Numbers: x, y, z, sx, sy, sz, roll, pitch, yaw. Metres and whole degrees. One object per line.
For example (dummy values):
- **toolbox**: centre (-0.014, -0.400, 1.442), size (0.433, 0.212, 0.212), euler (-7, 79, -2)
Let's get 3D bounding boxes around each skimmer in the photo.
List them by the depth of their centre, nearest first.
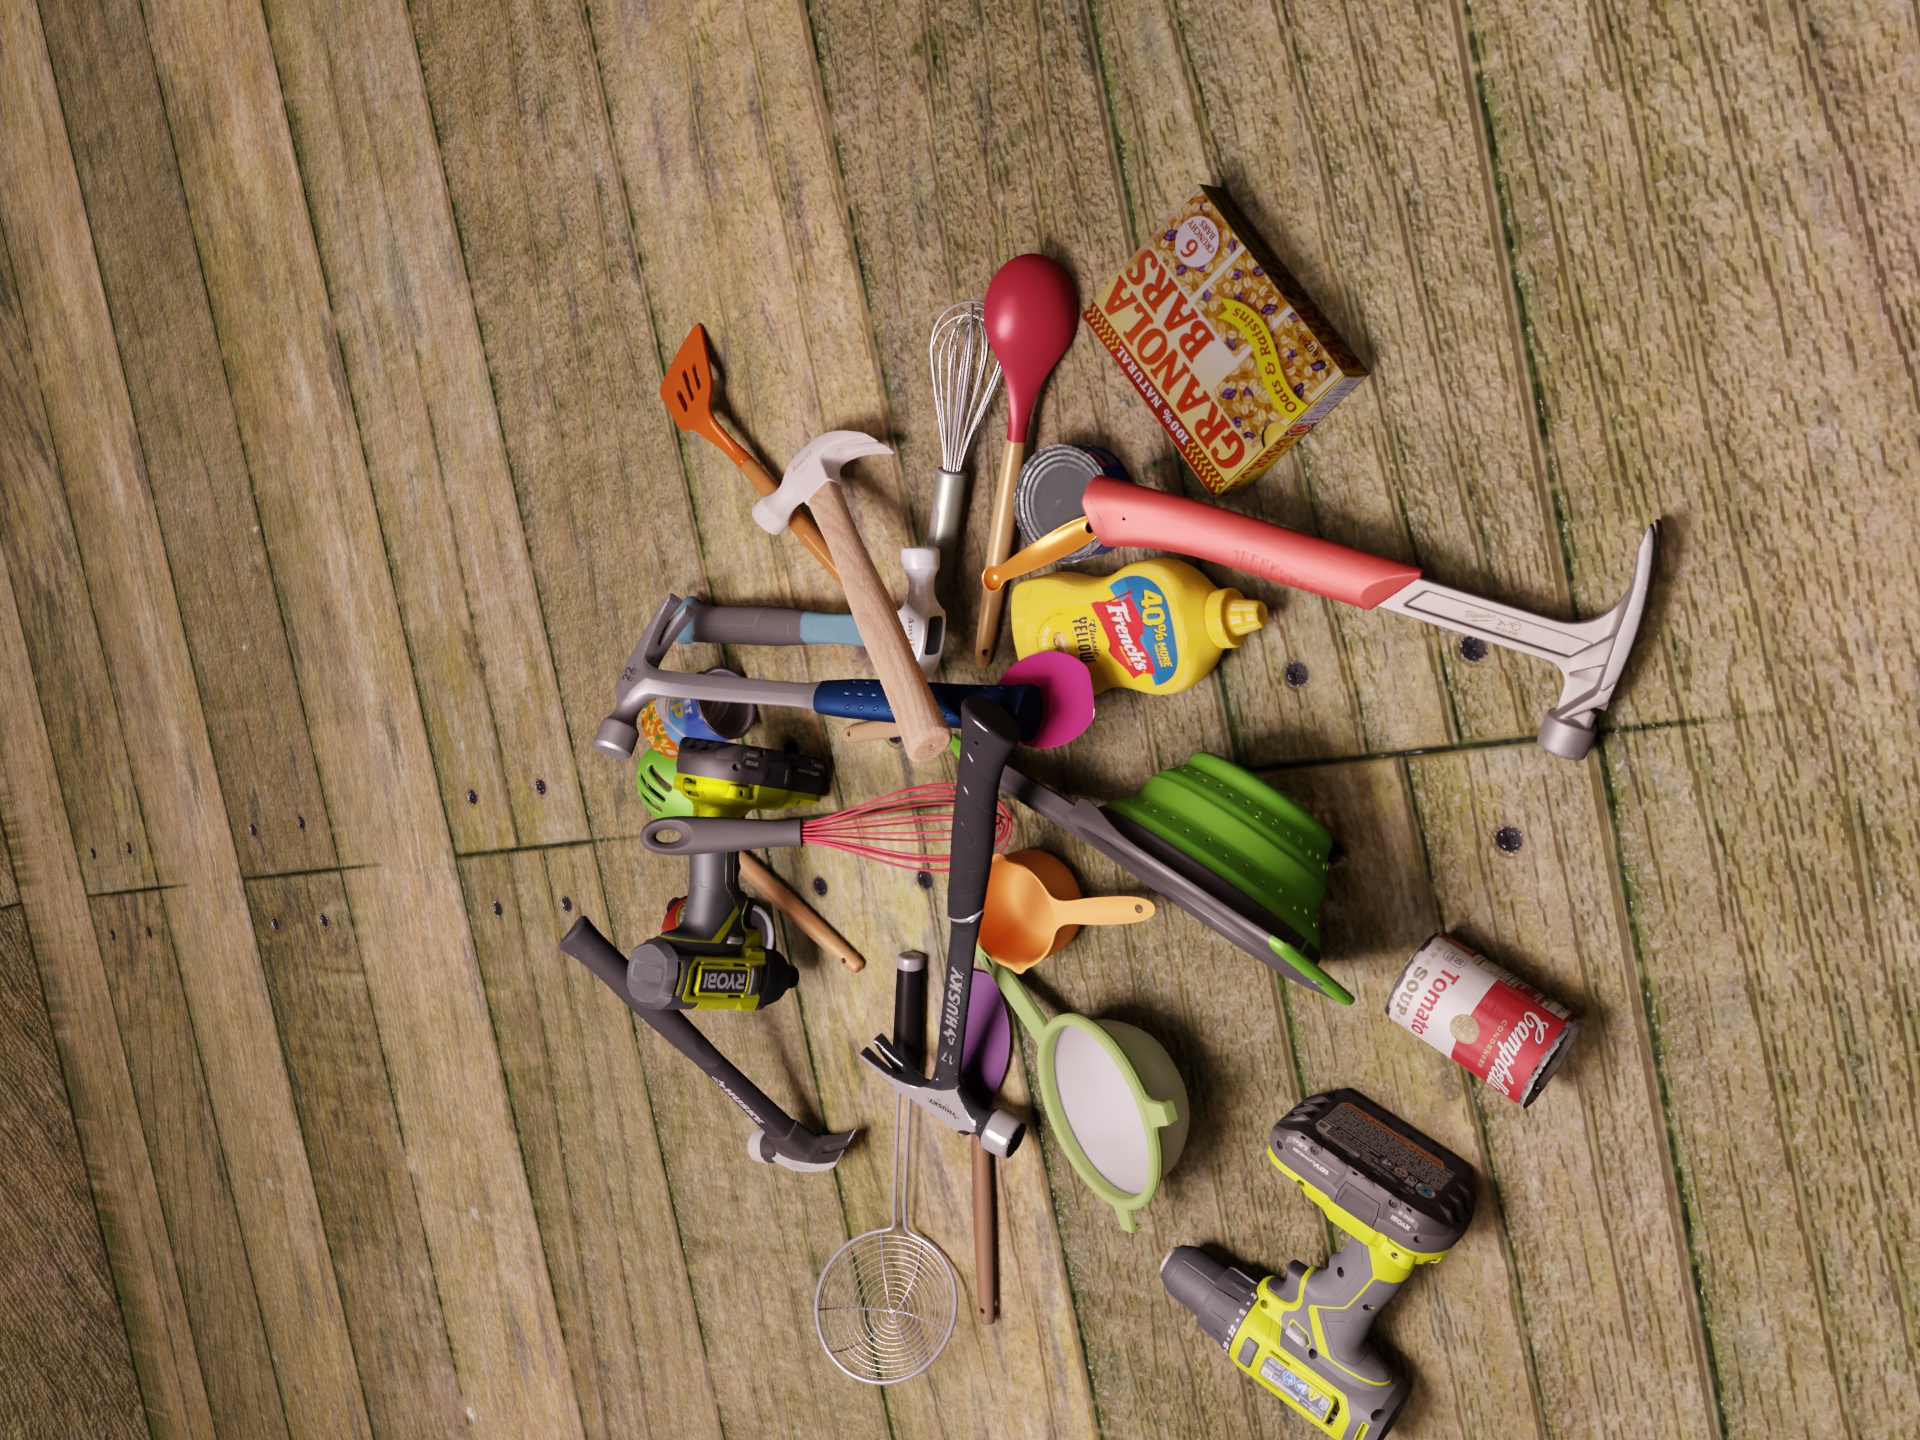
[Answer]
- **skimmer**: centre (-0.058, 0.381, 1.356), size (0.127, 0.090, 0.363), euler (6, 103, 14)

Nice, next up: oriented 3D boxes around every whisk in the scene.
- **whisk**: centre (-0.006, -0.197, 1.214), size (0.058, 0.059, 0.246), euler (-111, 27, -62)
- **whisk**: centre (-0.107, 0.088, 1.261), size (0.296, 0.073, 0.073), euler (-2, 101, 1)

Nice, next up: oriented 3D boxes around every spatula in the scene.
- **spatula**: centre (0.019, 0.362, 1.337), size (0.060, 0.018, 0.316), euler (6, 103, 37)
- **spatula**: centre (-0.160, -0.203, 1.353), size (0.323, 0.041, 0.081), euler (49, 125, 15)

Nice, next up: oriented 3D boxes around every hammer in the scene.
- **hammer**: centre (0.244, -0.103, 1.009), size (0.359, 0.036, 0.149), euler (22, 114, 25)
- **hammer**: centre (-0.071, -0.100, 1.197), size (0.130, 0.031, 0.332), euler (-44, 47, 23)
- **hammer**: centre (-0.001, 0.157, 1.202), size (0.149, 0.036, 0.408), euler (24, 128, 25)
- **hammer**: centre (-0.116, -0.025, 1.235), size (0.406, 0.035, 0.144), euler (5, 67, 34)
- **hammer**: centre (-0.135, -0.079, 1.328), size (0.331, 0.033, 0.128), euler (5, 99, 45)
- **hammer**: centre (-0.226, 0.287, 1.389), size (0.146, 0.035, 0.334), euler (-10, 127, 46)

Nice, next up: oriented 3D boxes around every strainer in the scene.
- **strainer**: centre (0.100, 0.252, 1.228), size (0.257, 0.069, 0.151), euler (51, 145, 40)

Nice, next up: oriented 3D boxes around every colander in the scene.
- **colander**: centre (0.133, 0.059, 1.127), size (0.397, 0.204, 0.094), euler (30, 84, 47)

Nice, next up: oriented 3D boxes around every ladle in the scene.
- **ladle**: centre (0.036, -0.184, 1.185), size (0.031, 0.069, 0.315), euler (-107, 23, -63)

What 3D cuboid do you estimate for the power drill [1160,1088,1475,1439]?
- **power drill**: centre (0.246, 0.379, 1.122), size (0.191, 0.080, 0.228), euler (31, 120, 30)

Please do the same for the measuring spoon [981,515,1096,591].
- **measuring spoon**: centre (0.062, -0.122, 1.155), size (0.117, 0.011, 0.021), euler (-25, 83, 36)

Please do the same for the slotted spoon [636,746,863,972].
- **slotted spoon**: centre (-0.200, 0.128, 1.456), size (0.314, 0.031, 0.070), euler (39, 120, 24)

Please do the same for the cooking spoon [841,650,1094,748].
- **cooking spoon**: centre (-0.002, -0.004, 1.226), size (0.319, 0.017, 0.069), euler (-9, 87, 53)

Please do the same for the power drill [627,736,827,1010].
- **power drill**: centre (-0.188, 0.134, 1.350), size (0.080, 0.171, 0.223), euler (7, 86, 39)

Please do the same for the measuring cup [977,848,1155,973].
- **measuring cup**: centre (0.085, 0.140, 1.213), size (0.174, 0.052, 0.095), euler (-7, 95, 38)
